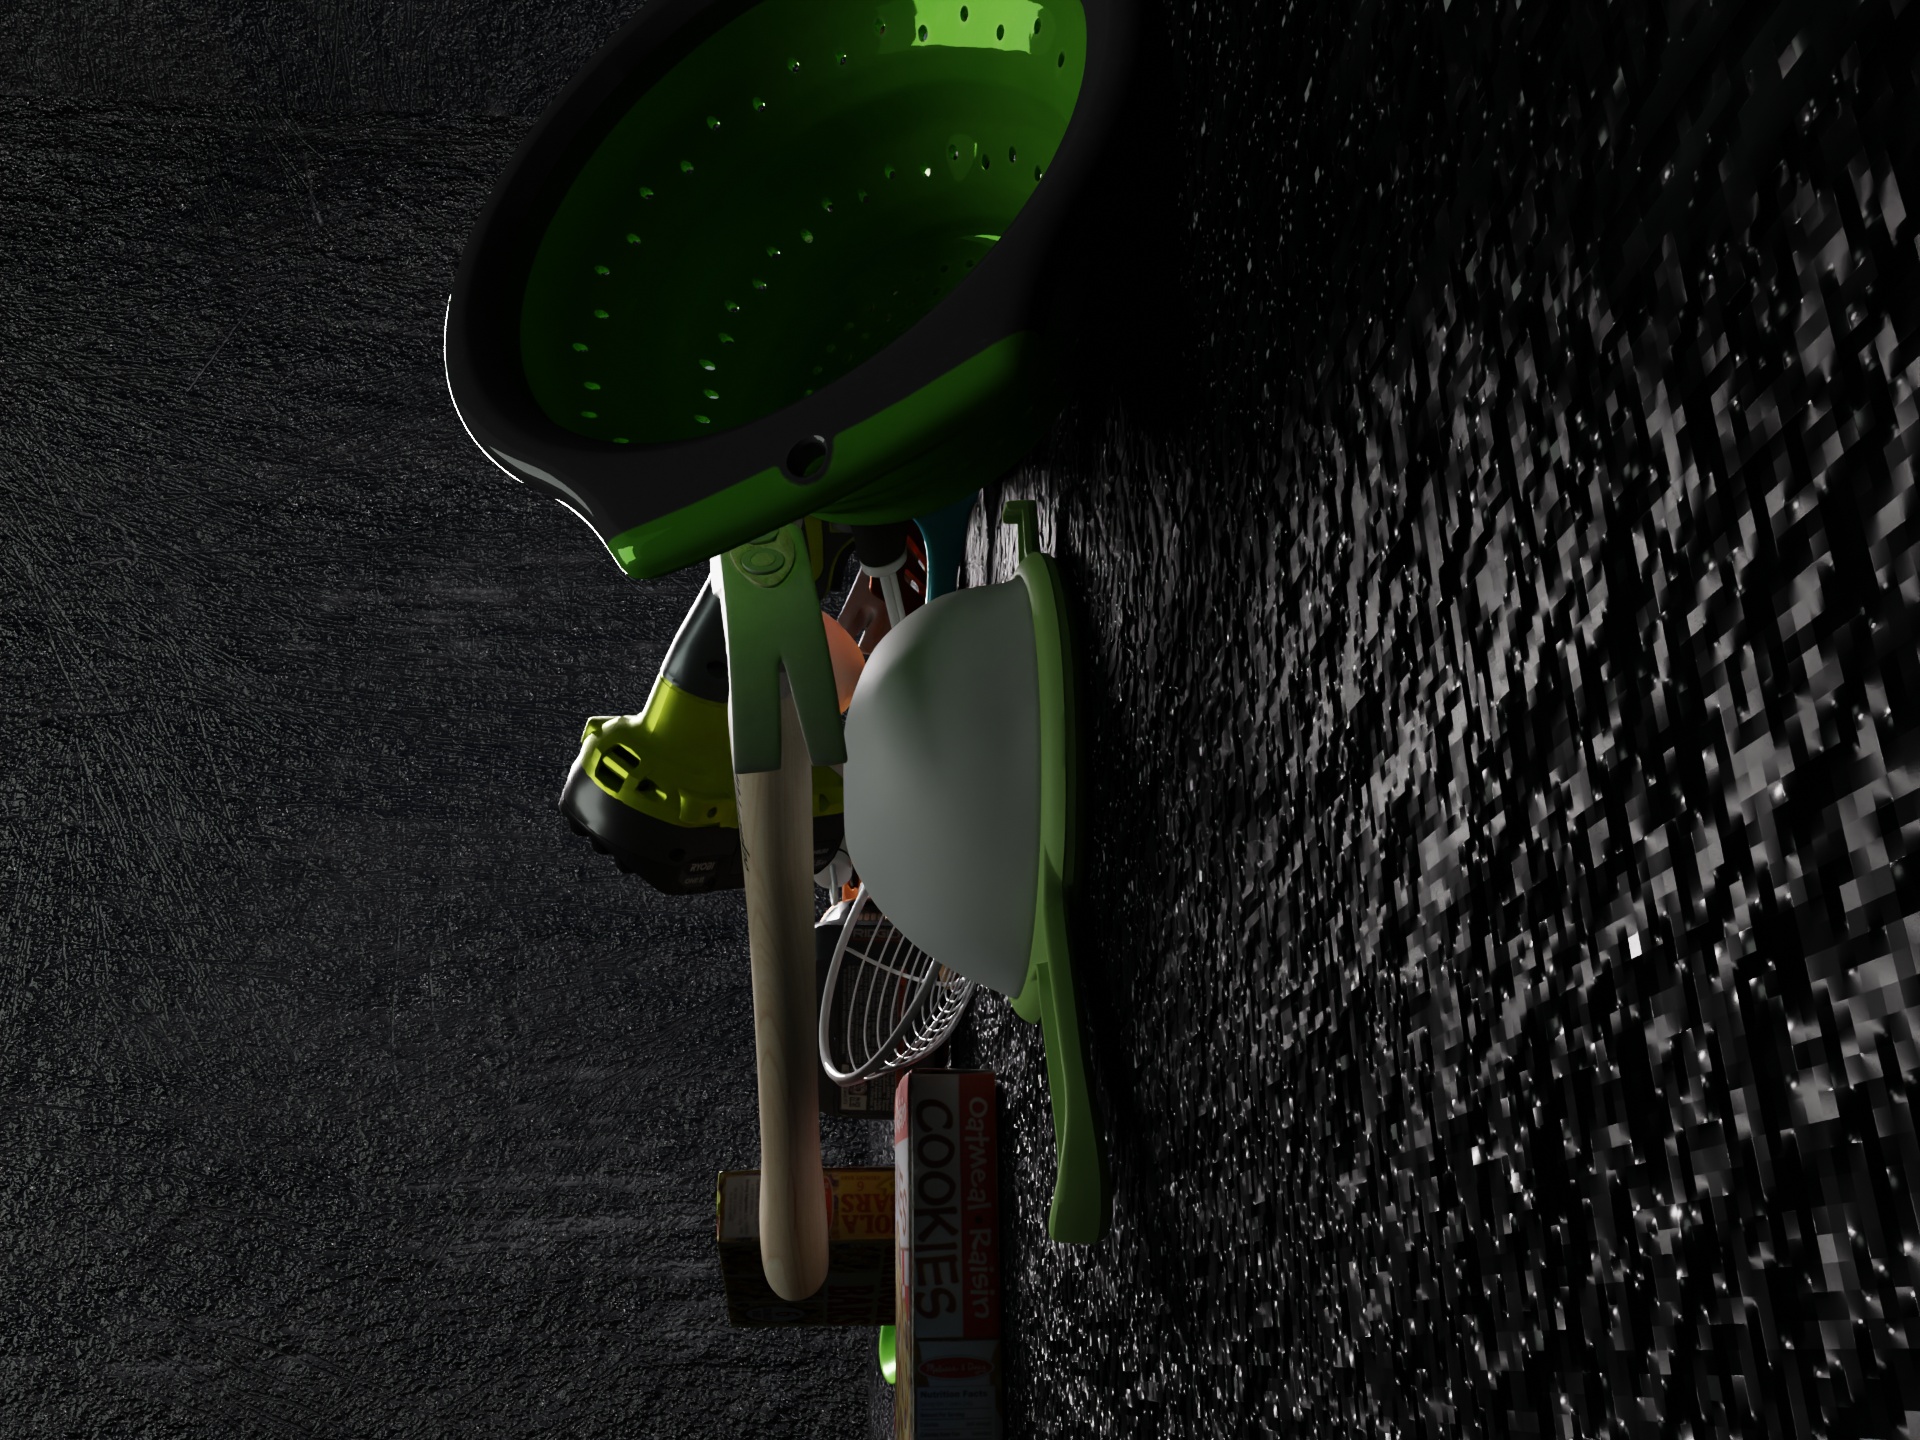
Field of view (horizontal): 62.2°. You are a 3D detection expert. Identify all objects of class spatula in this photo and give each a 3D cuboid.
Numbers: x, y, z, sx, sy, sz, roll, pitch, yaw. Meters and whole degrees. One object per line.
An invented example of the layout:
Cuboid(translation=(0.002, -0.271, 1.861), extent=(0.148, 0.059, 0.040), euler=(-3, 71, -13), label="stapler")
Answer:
Cuboid(translation=(-0.015, -0.018, 0.787), extent=(0.044, 0.082, 0.317), euler=(14, 111, 48), label="spatula")
Cuboid(translation=(-0.028, -0.049, 0.978), extent=(0.322, 0.041, 0.081), euler=(100, -174, -71), label="spatula")

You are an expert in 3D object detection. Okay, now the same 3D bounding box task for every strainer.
Cuboid(translation=(-0.001, 0.048, 0.467), extent=(0.257, 0.069, 0.151), euler=(-94, 7, -59), label="strainer")
Cuboid(translation=(-0.072, 0.011, 0.850), extent=(0.259, 0.050, 0.086), euler=(-101, 20, -54), label="strainer")

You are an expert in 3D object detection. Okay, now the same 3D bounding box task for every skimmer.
Cuboid(translation=(-0.048, -0.007, 0.625), extent=(0.127, 0.090, 0.363), euler=(-93, -6, -55), label="skimmer")

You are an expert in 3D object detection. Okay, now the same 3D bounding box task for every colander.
Cuboid(translation=(-0.043, -0.186, 0.478), extent=(0.094, 0.204, 0.398), euler=(46, -154, -50), label="colander")

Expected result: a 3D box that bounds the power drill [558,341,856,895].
Cuboid(translation=(-0.072, -0.044, 0.682), extent=(0.171, 0.080, 0.223), euler=(-1, -61, -55), label="power drill")

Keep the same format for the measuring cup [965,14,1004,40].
Cuboid(translation=(0.004, -0.273, 0.565), extent=(0.038, 0.083, 0.168), euler=(112, 145, -46), label="measuring cup")

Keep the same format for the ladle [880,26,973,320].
Cuboid(translation=(-0.031, -0.235, 0.616), extent=(0.078, 0.062, 0.321), euler=(86, 169, -48), label="ladle")

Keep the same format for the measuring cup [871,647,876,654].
Cuboid(translation=(-0.030, 0.008, 0.916), extent=(0.173, 0.052, 0.095), euler=(114, 157, -73), label="measuring cup")

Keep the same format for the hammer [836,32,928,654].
Cuboid(translation=(-0.027, -0.210, 0.851), extent=(0.386, 0.038, 0.143), euler=(99, -172, -47), label="hammer")

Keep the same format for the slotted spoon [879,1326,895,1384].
Cuboid(translation=(-0.024, 0.317, 0.970), extent=(0.070, 0.031, 0.313), euler=(-94, 9, -45), label="slotted spoon")

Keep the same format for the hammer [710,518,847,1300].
Cuboid(translation=(-0.068, 0.111, 0.616), extent=(0.146, 0.038, 0.410), euler=(-107, 15, -49), label="hammer")

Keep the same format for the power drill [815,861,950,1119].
Cuboid(translation=(-0.047, 0.114, 0.963), extent=(0.227, 0.084, 0.164), euler=(-90, 2, -67), label="power drill")

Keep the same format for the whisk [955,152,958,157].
Cuboid(translation=(0.000, -0.233, 0.671), extent=(0.058, 0.059, 0.246), euler=(-14, 75, 41), label="whisk")
